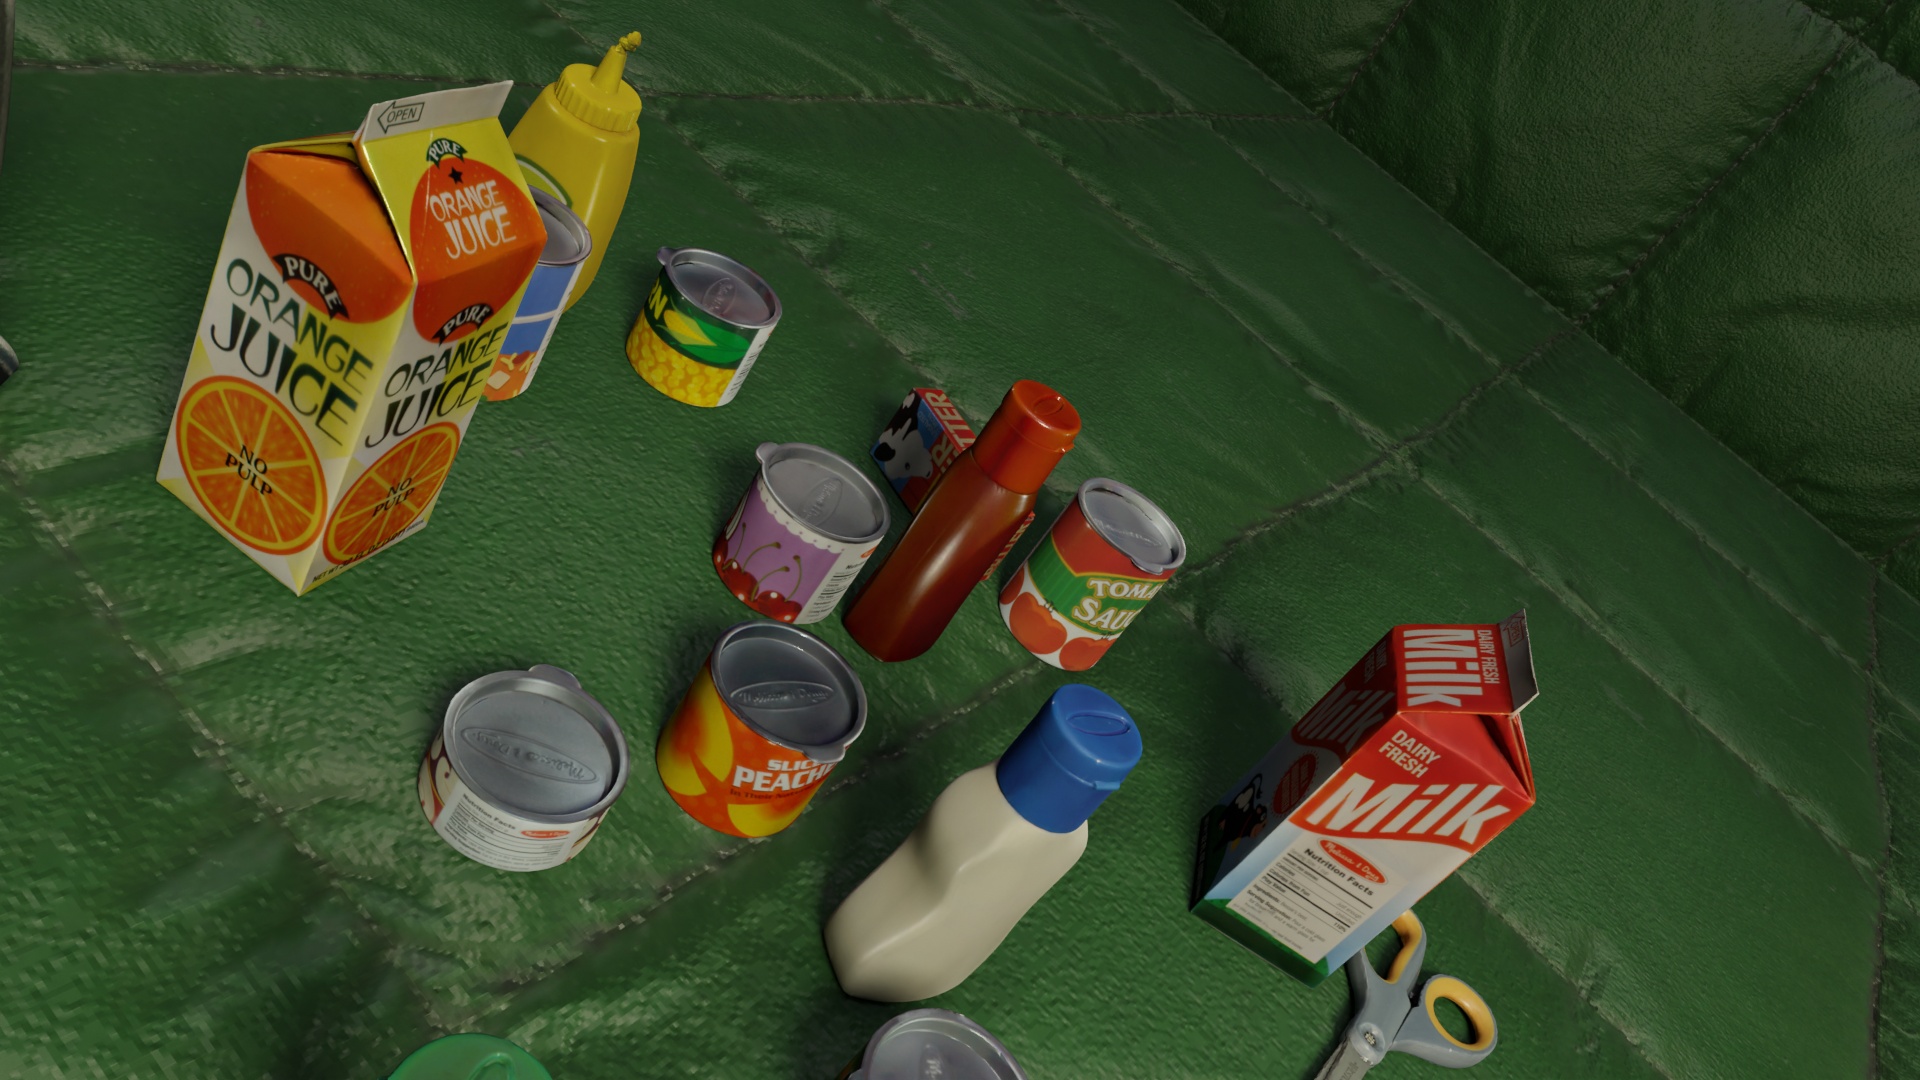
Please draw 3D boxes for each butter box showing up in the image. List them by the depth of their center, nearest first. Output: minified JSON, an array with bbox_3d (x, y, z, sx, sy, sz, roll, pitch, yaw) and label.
[{"bbox_3d":[-0.006,-0.031,0.762,0.024,0.053,0.104,-2,48,-46],"label":"butter box"}]

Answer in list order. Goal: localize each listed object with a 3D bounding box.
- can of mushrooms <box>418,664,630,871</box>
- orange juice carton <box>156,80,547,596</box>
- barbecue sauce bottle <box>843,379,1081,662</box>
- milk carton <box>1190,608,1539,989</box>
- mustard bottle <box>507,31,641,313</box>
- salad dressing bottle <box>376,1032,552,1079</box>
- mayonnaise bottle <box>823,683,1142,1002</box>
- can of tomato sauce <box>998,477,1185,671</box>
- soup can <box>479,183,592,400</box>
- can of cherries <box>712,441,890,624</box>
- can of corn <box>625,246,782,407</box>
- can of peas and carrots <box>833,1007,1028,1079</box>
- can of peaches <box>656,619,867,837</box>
[{"bbox_3d":[-0.154,0.080,0.493,0.071,0.033,0.071,25,33,-17],"label":"can of mushrooms"},{"bbox_3d":[-0.213,-0.079,0.496,0.073,0.191,0.072,38,31,3],"label":"orange juice carton"},{"bbox_3d":[0.002,-0.008,0.649,0.044,0.147,0.065,42,32,11],"label":"barbecue sauce bottle"},{"bbox_3d":[0.191,0.111,0.630,0.073,0.189,0.073,34,31,-4],"label":"milk carton"},{"bbox_3d":[-0.194,-0.181,0.680,0.065,0.159,0.049,37,31,1],"label":"mustard bottle"},{"bbox_3d":[-0.129,0.160,0.301,0.044,0.147,0.064,29,32,-10],"label":"salad dressing bottle"},{"bbox_3d":[0.010,0.111,0.498,0.065,0.147,0.041,8,41,-38],"label":"mayonnaise bottle"},{"bbox_3d":[0.069,0.020,0.737,0.071,0.082,0.071,25,33,-17],"label":"can of tomato sauce"},{"bbox_3d":[-0.220,-0.117,0.644,0.071,0.083,0.072,25,33,-17],"label":"soup can"},{"bbox_3d":[-0.077,-0.005,0.654,0.071,0.058,0.072,25,33,-17],"label":"can of cherries"},{"bbox_3d":[-0.140,-0.115,0.741,0.071,0.058,0.071,25,33,-17],"label":"can of corn"},{"bbox_3d":[-0.018,0.195,0.445,0.071,0.058,0.071,25,33,-17],"label":"can of peas and carrots"},{"bbox_3d":[-0.078,0.076,0.547,0.071,0.057,0.071,25,33,-17],"label":"can of peaches"}]
